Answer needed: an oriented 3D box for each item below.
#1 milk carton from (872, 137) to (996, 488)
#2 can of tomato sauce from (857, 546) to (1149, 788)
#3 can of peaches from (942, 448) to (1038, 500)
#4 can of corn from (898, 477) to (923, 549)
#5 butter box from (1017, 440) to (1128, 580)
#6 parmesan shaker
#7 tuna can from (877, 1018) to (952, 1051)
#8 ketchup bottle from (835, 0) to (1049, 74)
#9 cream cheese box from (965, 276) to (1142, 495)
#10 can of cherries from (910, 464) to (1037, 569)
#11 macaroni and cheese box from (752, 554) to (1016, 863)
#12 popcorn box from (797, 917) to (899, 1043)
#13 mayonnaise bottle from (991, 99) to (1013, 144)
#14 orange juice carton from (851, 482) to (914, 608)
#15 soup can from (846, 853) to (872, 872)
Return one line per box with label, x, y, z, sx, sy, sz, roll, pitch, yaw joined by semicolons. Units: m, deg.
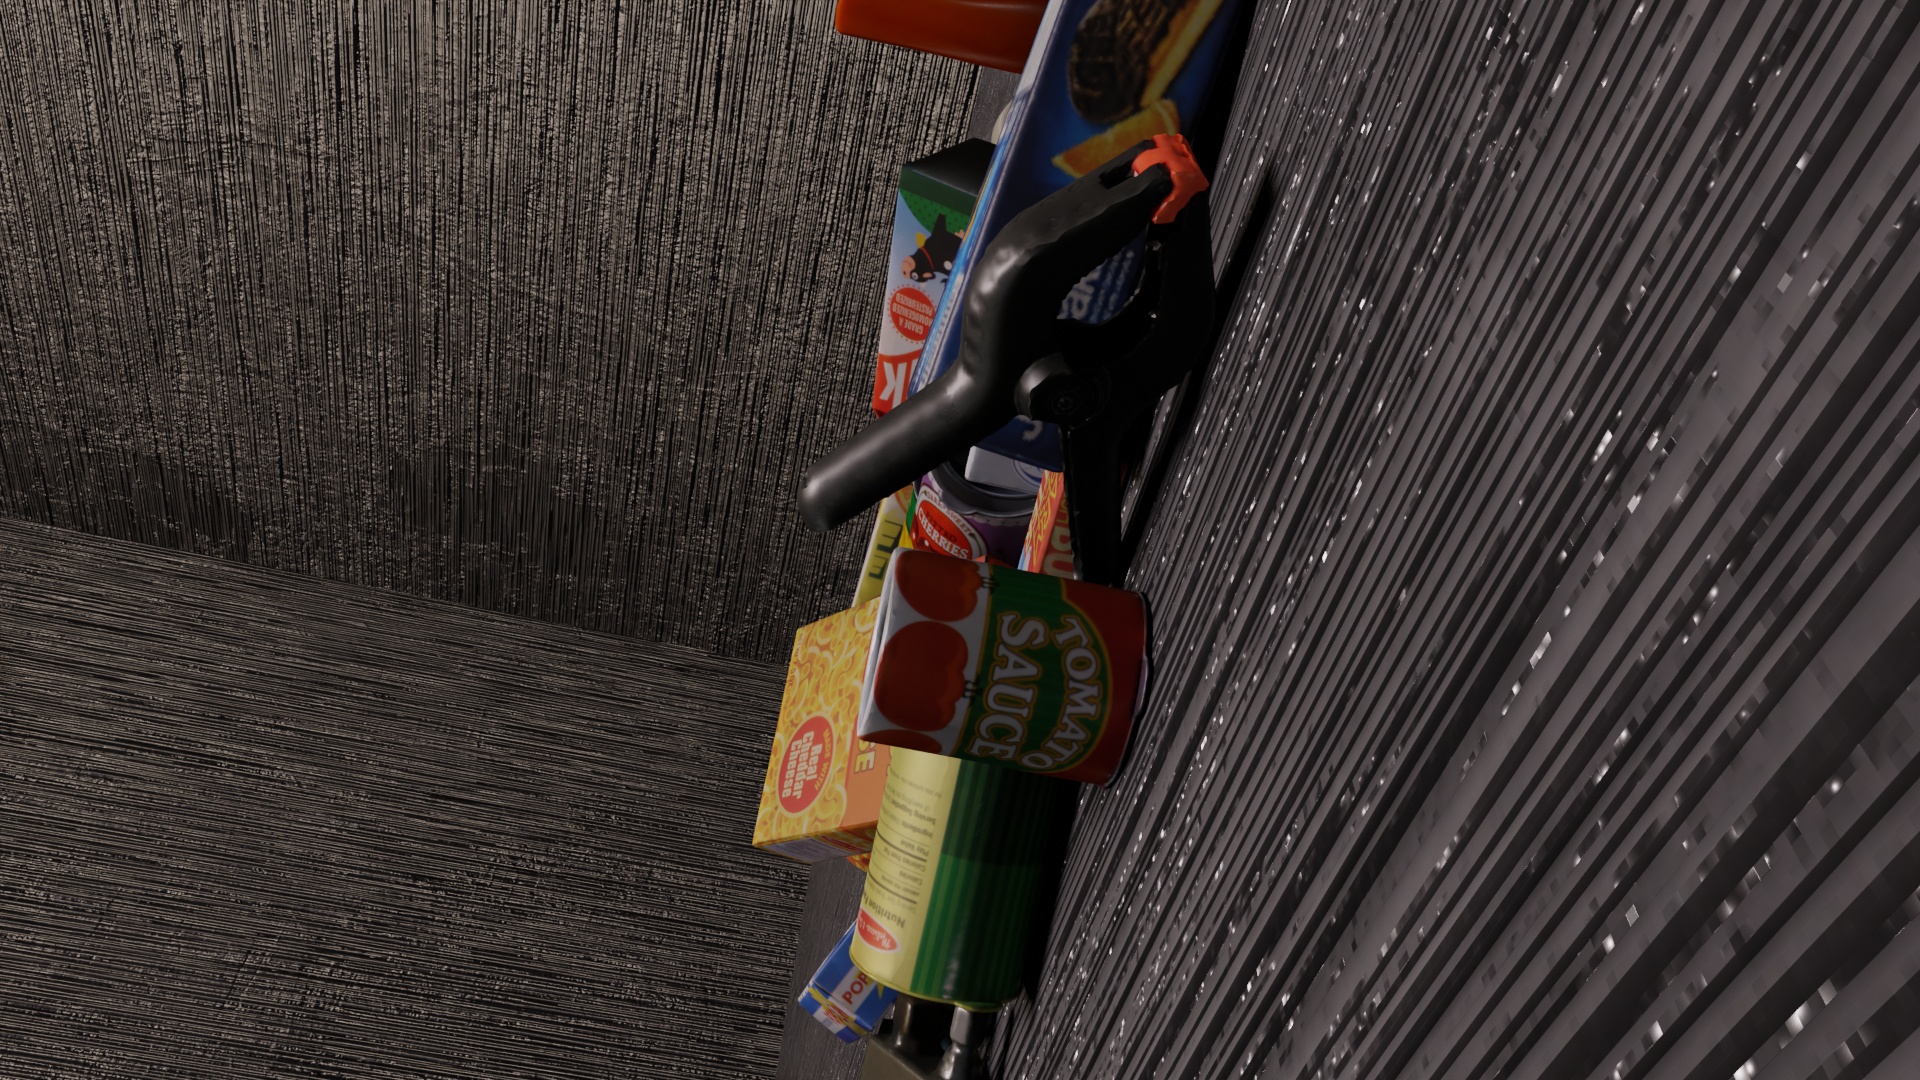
milk carton;0.004;-0.120;0.790;0.073;0.073;0.189;-39;-32;-45
can of tomato sauce;0.013;0.042;0.456;0.071;0.083;0.071;-165;86;-85
can of peaches;0.027;-0.062;0.643;0.070;0.071;0.058;107;173;-46
can of corn;0.003;-0.010;0.765;0.058;0.071;0.071;107;173;-46
butter box;0.041;0.001;0.561;0.053;0.024;0.103;-87;10;-62
parmesan shaker;0.003;0.111;0.516;0.071;0.071;0.103;-149;71;-84
tuna can;-0.026;0.262;0.659;0.071;0.033;0.071;-164;86;-85
ketchup bottle;0.020;-0.242;0.641;0.065;0.149;0.043;-84;7;-49
cream cheese box;0.039;-0.067;0.578;0.024;0.053;0.103;-83;7;-58
can of cherries;0.009;-0.017;0.688;0.058;0.071;0.072;107;172;-48
macaroni and cheese box;-0.034;0.088;0.686;0.166;0.040;0.124;-23;49;48
popcorn box;-0.039;0.206;0.704;0.085;0.038;0.126;-48;-7;-24
mayonnaise bottle;0.045;-0.233;0.845;0.041;0.065;0.148;111;174;-68
orange juice carton;-0.027;0.026;0.874;0.071;0.073;0.193;116;170;-69
soup can;-0.037;0.159;0.835;0.083;0.071;0.072;107;172;-53
